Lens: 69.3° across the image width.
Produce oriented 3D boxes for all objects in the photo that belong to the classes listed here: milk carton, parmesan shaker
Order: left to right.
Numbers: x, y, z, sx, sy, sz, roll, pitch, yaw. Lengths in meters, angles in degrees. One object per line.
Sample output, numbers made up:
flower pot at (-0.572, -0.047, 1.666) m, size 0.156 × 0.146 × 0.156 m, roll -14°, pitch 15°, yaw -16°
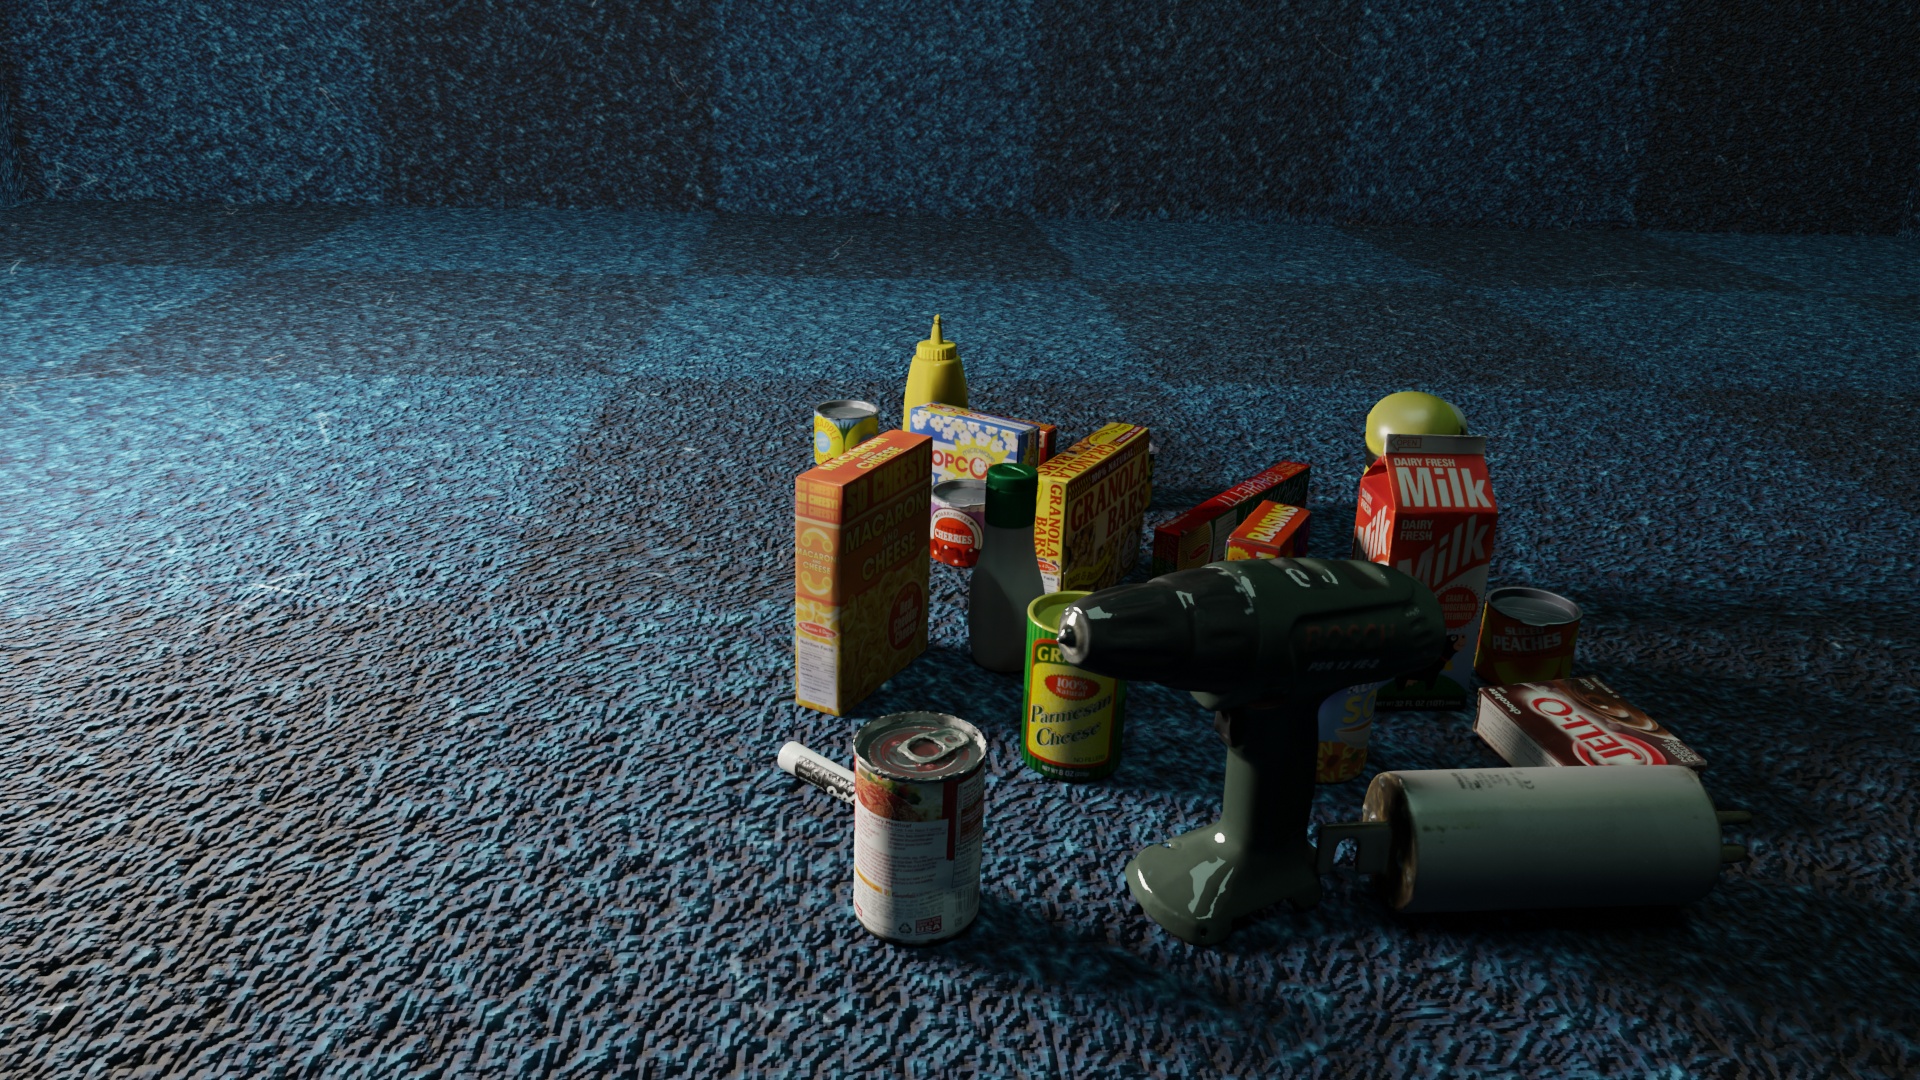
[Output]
parmesan shaker at (0.075, 0.092, 0.873) m, size 0.071 × 0.102 × 0.071 m, roll 2°, pitch 21°, yaw -1°
milk carton at (0.316, 0.018, 0.963) m, size 0.072 × 0.189 × 0.074 m, roll 1°, pitch 21°, yaw -3°

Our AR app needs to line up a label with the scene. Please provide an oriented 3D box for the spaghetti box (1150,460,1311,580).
spaghetti box at (0.245, -0.018, 1.235) m, size 0.029 × 0.050 × 0.251 m, roll 17°, pitch 26°, yaw 34°

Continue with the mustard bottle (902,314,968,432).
mustard bottle at (-0.024, -0.149, 1.389) m, size 0.065 × 0.159 × 0.049 m, roll -13°, pitch 26°, yaw -34°

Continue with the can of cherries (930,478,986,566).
can of cherries at (0.004, -0.015, 1.194) m, size 0.071 × 0.058 × 0.072 m, roll 2°, pitch 22°, yaw -1°

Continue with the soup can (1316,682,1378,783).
soup can at (0.233, 0.103, 0.884) m, size 0.071 × 0.083 × 0.071 m, roll 2°, pitch 21°, yaw -1°

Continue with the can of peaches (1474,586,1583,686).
can of peaches at (0.412, 0.073, 1.010) m, size 0.071 × 0.057 × 0.071 m, roll 2°, pitch 22°, yaw -1°

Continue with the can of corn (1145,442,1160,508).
can of corn at (0.154, -0.063, 1.329) m, size 0.071 × 0.058 × 0.071 m, roll 2°, pitch 22°, yaw -1°

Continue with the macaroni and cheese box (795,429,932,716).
macaroni and cheese box at (-0.066, 0.019, 0.957) m, size 0.040 × 0.165 × 0.124 m, roll 12°, pitch 24°, yaw 25°

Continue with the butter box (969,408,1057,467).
butter box at (0.048, -0.099, 1.414) m, size 0.103 × 0.053 × 0.024 m, roll 15°, pitch 25°, yaw 29°

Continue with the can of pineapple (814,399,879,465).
can of pineapple at (-0.117, -0.107, 1.415) m, size 0.071 × 0.057 × 0.071 m, roll 2°, pitch 22°, yaw -1°

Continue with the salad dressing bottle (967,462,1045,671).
salad dressing bottle at (0.034, 0.019, 0.991) m, size 0.044 × 0.147 × 0.064 m, roll -14°, pitch 27°, yaw -36°

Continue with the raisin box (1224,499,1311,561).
raisin box at (0.212, 0.044, 0.977) m, size 0.040 × 0.123 × 0.086 m, roll 13°, pitch 24°, yaw 26°

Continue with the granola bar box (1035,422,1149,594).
granola bar box at (0.101, -0.014, 1.113) m, size 0.039 × 0.123 × 0.166 m, roll 13°, pitch 24°, yaw 26°

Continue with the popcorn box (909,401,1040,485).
popcorn box at (0.012, -0.077, 1.314) m, size 0.127 × 0.085 × 0.038 m, roll 16°, pitch 25°, yaw 32°
